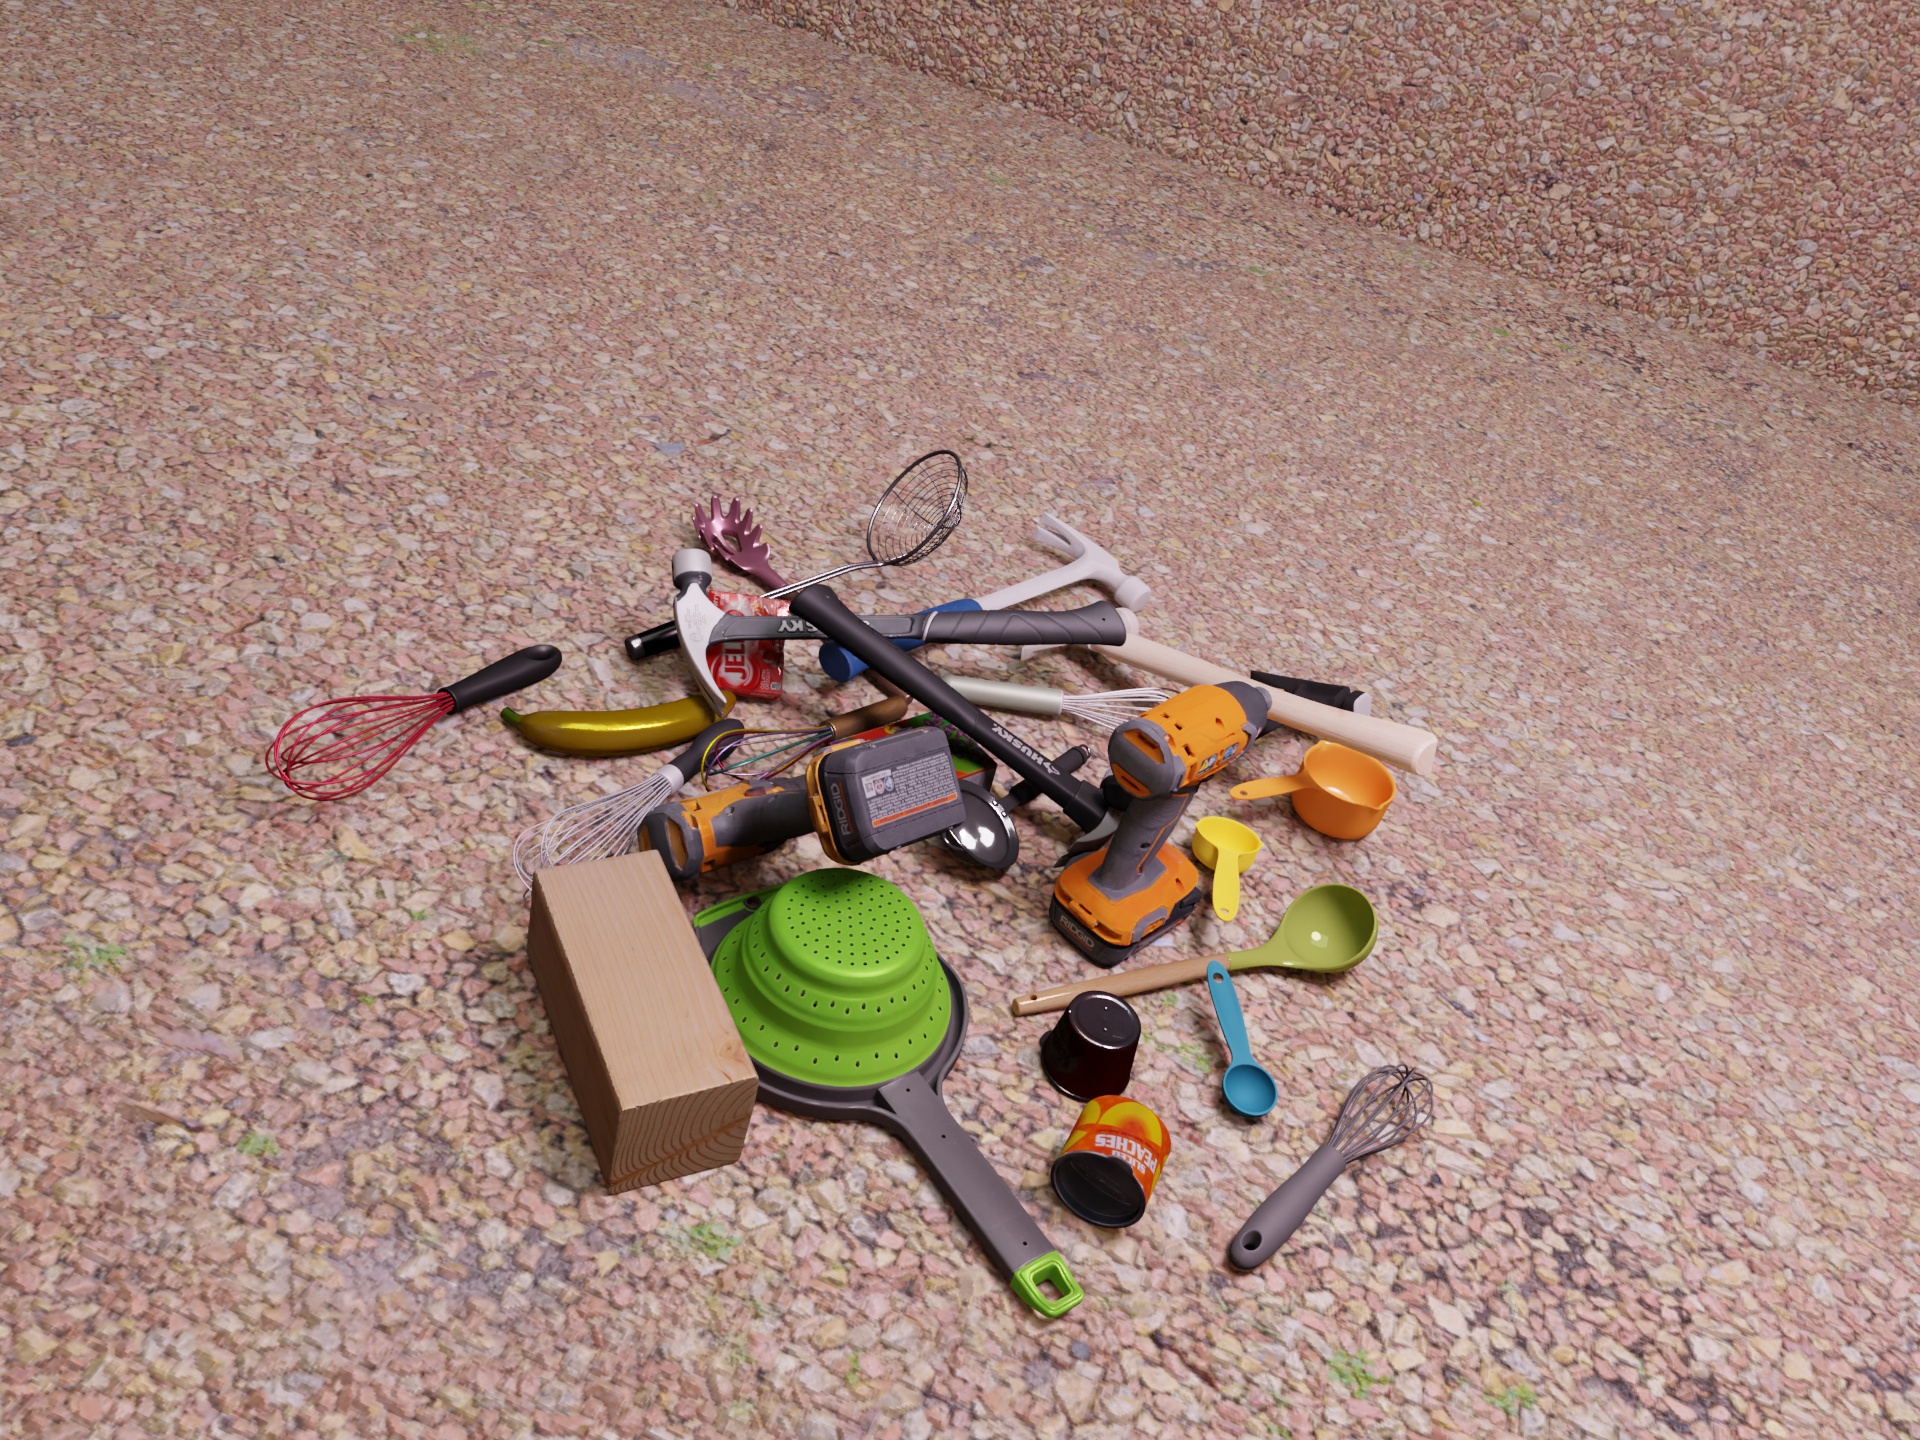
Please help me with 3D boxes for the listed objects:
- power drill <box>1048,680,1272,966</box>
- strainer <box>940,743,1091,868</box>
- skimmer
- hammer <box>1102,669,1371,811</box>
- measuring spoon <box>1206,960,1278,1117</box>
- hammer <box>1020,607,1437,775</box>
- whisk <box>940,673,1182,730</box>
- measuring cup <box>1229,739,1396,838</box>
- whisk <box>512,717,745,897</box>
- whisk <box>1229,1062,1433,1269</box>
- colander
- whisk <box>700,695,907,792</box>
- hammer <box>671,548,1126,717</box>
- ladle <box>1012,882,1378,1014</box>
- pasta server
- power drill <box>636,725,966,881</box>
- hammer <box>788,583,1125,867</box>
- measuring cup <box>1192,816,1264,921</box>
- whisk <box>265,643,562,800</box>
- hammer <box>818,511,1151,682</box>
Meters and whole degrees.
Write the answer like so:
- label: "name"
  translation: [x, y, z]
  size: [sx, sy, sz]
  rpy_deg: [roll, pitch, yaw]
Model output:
- label: "power drill"
  translation: [0.162, 0.070, 1.234]
  size: [0.164, 0.226, 0.084]
  rpy_deg: [-24, 52, -41]
- label: "strainer"
  translation: [0.046, 0.068, 1.352]
  size: [0.087, 0.050, 0.258]
  rpy_deg: [53, 39, 6]
- label: "skimmer"
  translation: [-0.151, -0.156, 1.477]
  size: [0.363, 0.090, 0.127]
  rpy_deg: [-24, 25, -26]
- label: "hammer"
  translation: [0.233, 0.017, 1.428]
  size: [0.127, 0.034, 0.337]
  rpy_deg: [13, 24, 40]
- label: "measuring spoon"
  translation: [0.202, 0.239, 1.187]
  size: [0.042, 0.021, 0.129]
  rpy_deg: [1, 50, -15]
- label: "hammer"
  translation: [0.237, -0.028, 1.431]
  size: [0.146, 0.038, 0.411]
  rpy_deg: [-13, 26, -40]
- label: "whisk"
  translation: [0.100, -0.016, 1.476]
  size: [0.246, 0.057, 0.059]
  rpy_deg: [8, 67, -3]
- label: "measuring cup"
  translation: [0.309, 0.072, 1.434]
  size: [0.173, 0.052, 0.095]
  rpy_deg: [-7, 42, -25]
- label: "whisk"
  translation: [-0.248, 0.060, 1.242]
  size: [0.070, 0.070, 0.285]
  rpy_deg: [26, 33, 13]
- label: "whisk"
  translation: [0.262, 0.311, 1.116]
  size: [0.055, 0.055, 0.239]
  rpy_deg: [37, 46, 26]
- label: "colander"
  translation: [-0.040, 0.220, 1.076]
  size: [0.204, 0.094, 0.397]
  rpy_deg: [-16, 47, -35]
- label: "whisk"
  translation: [-0.127, 0.012, 1.341]
  size: [0.245, 0.051, 0.047]
  rpy_deg: [-21, 81, -49]
- label: "hammer"
  translation: [-0.046, -0.079, 1.403]
  size: [0.408, 0.036, 0.149]
  rpy_deg: [-1, 66, -17]
- label: "ladle"
  translation: [0.187, 0.185, 1.240]
  size: [0.320, 0.062, 0.078]
  rpy_deg: [-7, 40, -24]
- label: "pasta server"
  translation: [-0.151, -0.115, 1.516]
  size: [0.060, 0.040, 0.316]
  rpy_deg: [-29, 56, -32]
- label: "power drill"
  translation: [-0.104, 0.063, 1.186]
  size: [0.226, 0.084, 0.185]
  rpy_deg: [-13, 2, 38]
- label: "hammer"
  translation: [-0.002, -0.004, 1.330]
  size: [0.335, 0.035, 0.146]
  rpy_deg: [36, 33, -1]
- label: "measuring cup"
  translation: [0.218, 0.131, 1.325]
  size: [0.062, 0.029, 0.157]
  rpy_deg: [17, 29, 3]
- label: "whisk"
  translation: [-0.423, -0.008, 1.267]
  size: [0.073, 0.073, 0.296]
  rpy_deg: [30, 32, 18]
- label: "hammer"
  translation: [0.017, -0.114, 1.552]
  size: [0.144, 0.035, 0.405]
  rpy_deg: [43, 42, 22]
